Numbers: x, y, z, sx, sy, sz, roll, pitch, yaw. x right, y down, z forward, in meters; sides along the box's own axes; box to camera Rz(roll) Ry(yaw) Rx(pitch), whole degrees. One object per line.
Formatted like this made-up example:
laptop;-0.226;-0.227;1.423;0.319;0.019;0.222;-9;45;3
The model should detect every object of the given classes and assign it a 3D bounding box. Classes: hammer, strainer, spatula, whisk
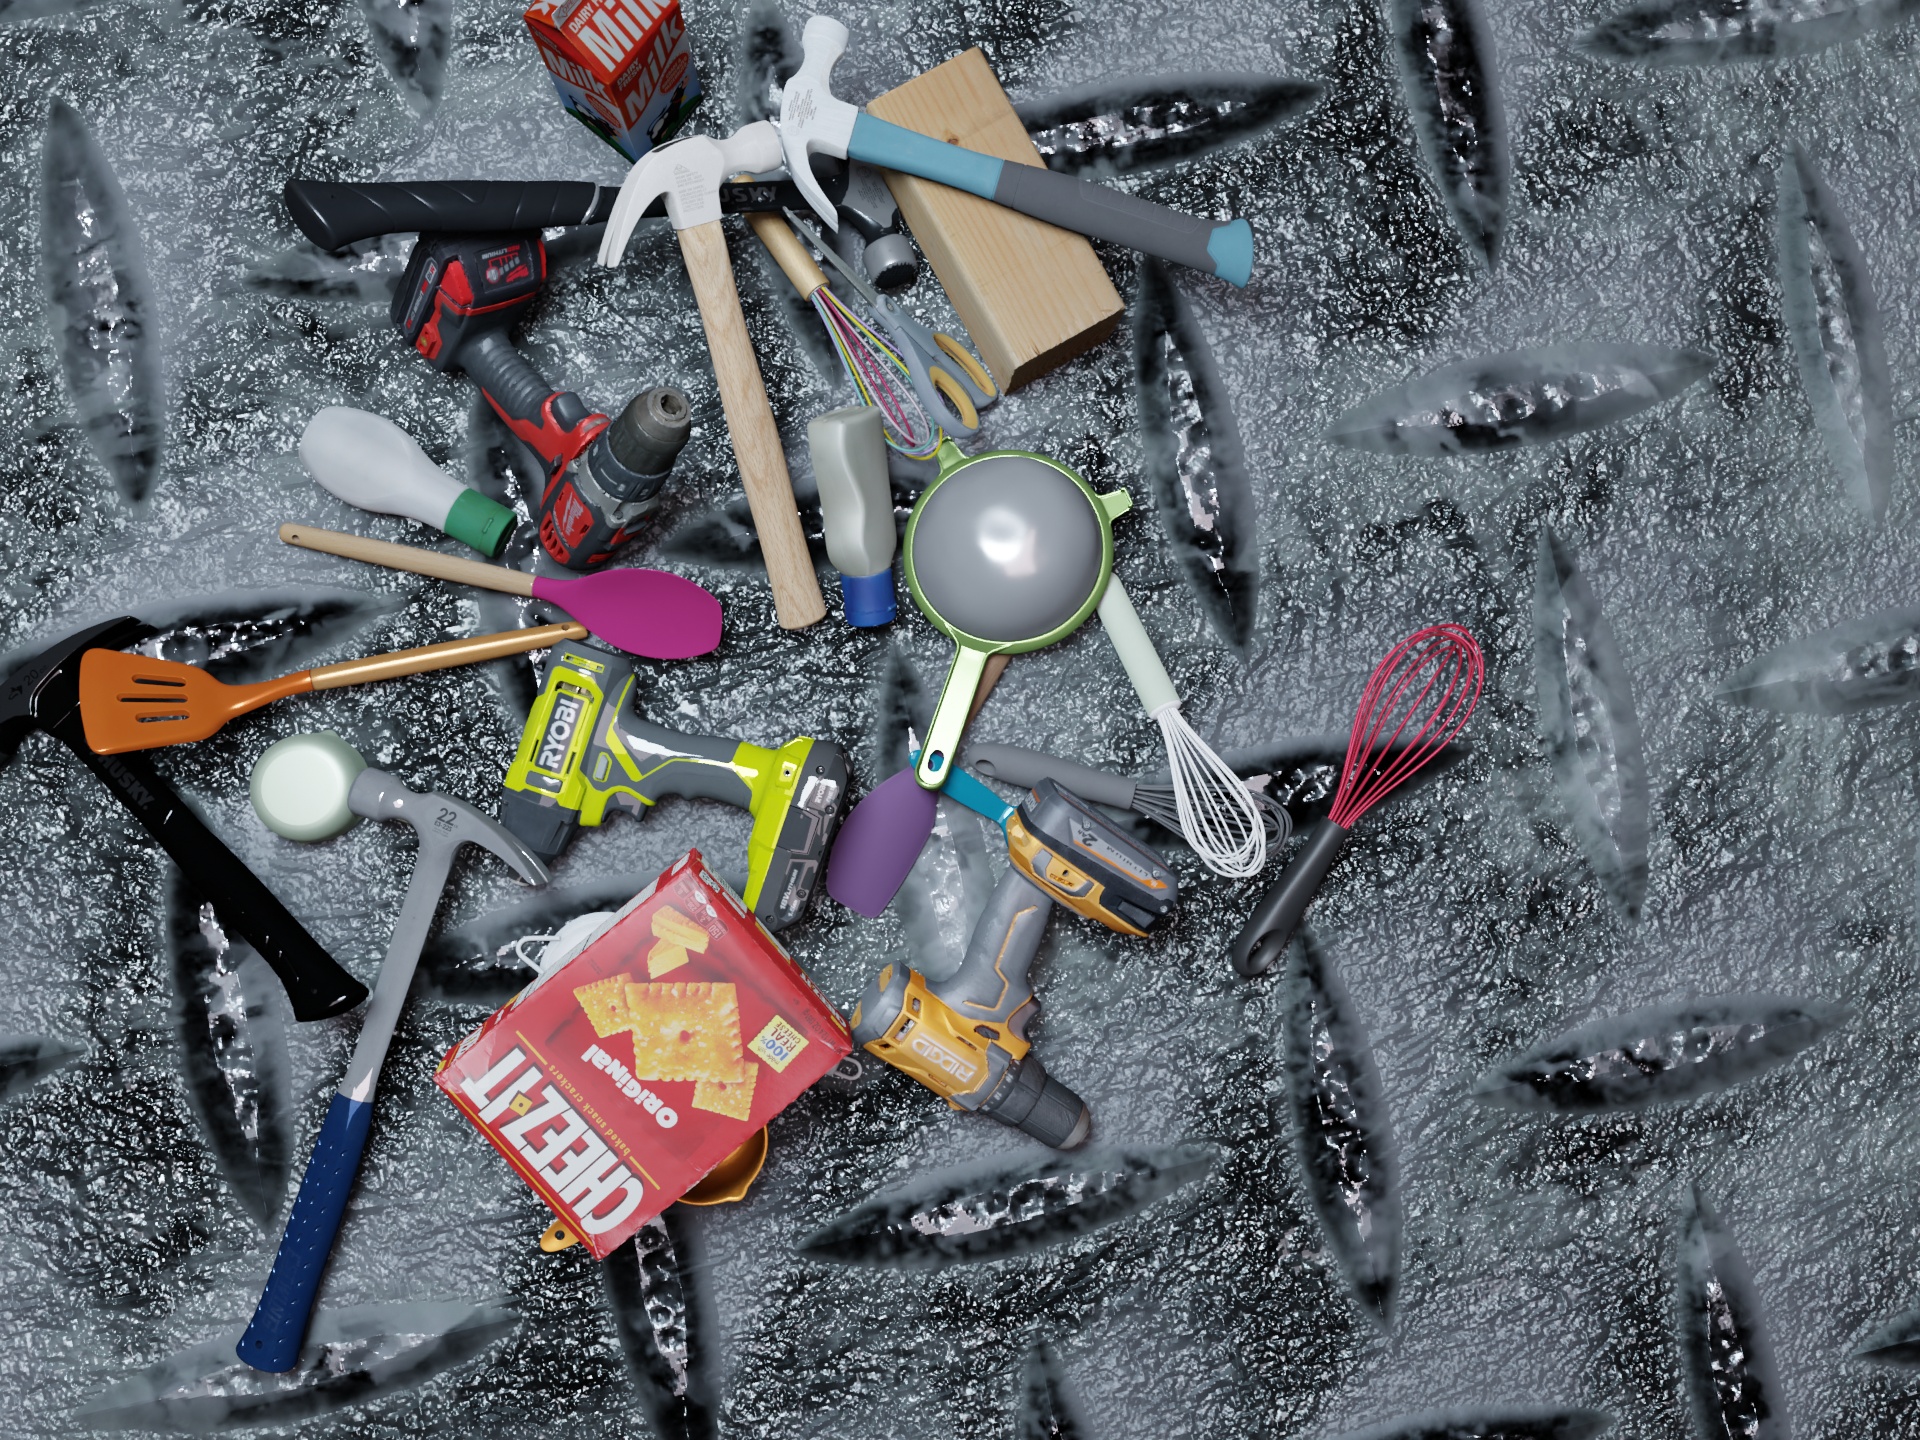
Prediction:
hammer;-0.399;0.245;1.071;0.144;0.035;0.405;20;93;5
strainer;-0.188;0.200;1.111;0.258;0.050;0.087;22;72;-6
spatula;-0.002;-0.004;1.141;0.059;0.018;0.316;33;86;-14
whisk;-0.092;-0.286;1.136;0.051;0.047;0.245;-35;86;-17
whisk;0.120;0.054;1.136;0.239;0.055;0.055;15;87;0
hammer;-0.147;-0.215;1.062;0.130;0.031;0.331;-23;117;-23
hammer;-0.225;-0.344;1.040;0.409;0.036;0.149;-14;77;-32
hammer;-0.513;0.074;1.060;0.335;0.035;0.146;42;84;11
whisk;0.280;0.058;1.142;0.073;0.073;0.296;32;92;-2
hammer;0.039;-0.357;1.059;0.331;0.033;0.128;17;87;-2
whisk;0.147;-0.001;1.112;0.059;0.057;0.246;-7;64;-39
strainer;0.015;-0.076;1.103;0.151;0.069;0.256;18;82;7
spatula;-0.417;-0.036;1.080;0.322;0.041;0.081;-12;64;-14

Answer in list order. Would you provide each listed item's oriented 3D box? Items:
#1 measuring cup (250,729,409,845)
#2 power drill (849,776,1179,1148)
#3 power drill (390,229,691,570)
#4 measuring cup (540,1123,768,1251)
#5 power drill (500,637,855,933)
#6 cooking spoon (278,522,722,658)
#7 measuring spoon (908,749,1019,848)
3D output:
measuring cup;-0.406;0.057;1.098;0.167;0.038;0.083;14;87;-1
power drill;0.058;0.177;1.101;0.185;0.084;0.226;35;97;-10
power drill;-0.270;-0.227;1.053;0.080;0.188;0.227;-32;88;-38
measuring cup;-0.211;0.308;1.099;0.173;0.052;0.095;-33;91;-3
power drill;-0.199;0.058;1.098;0.223;0.080;0.171;19;91;0
cooking spoon;-0.319;-0.099;1.104;0.319;0.017;0.068;12;122;3
measuring spoon;0.018;0.058;1.129;0.128;0.021;0.042;33;87;-12
